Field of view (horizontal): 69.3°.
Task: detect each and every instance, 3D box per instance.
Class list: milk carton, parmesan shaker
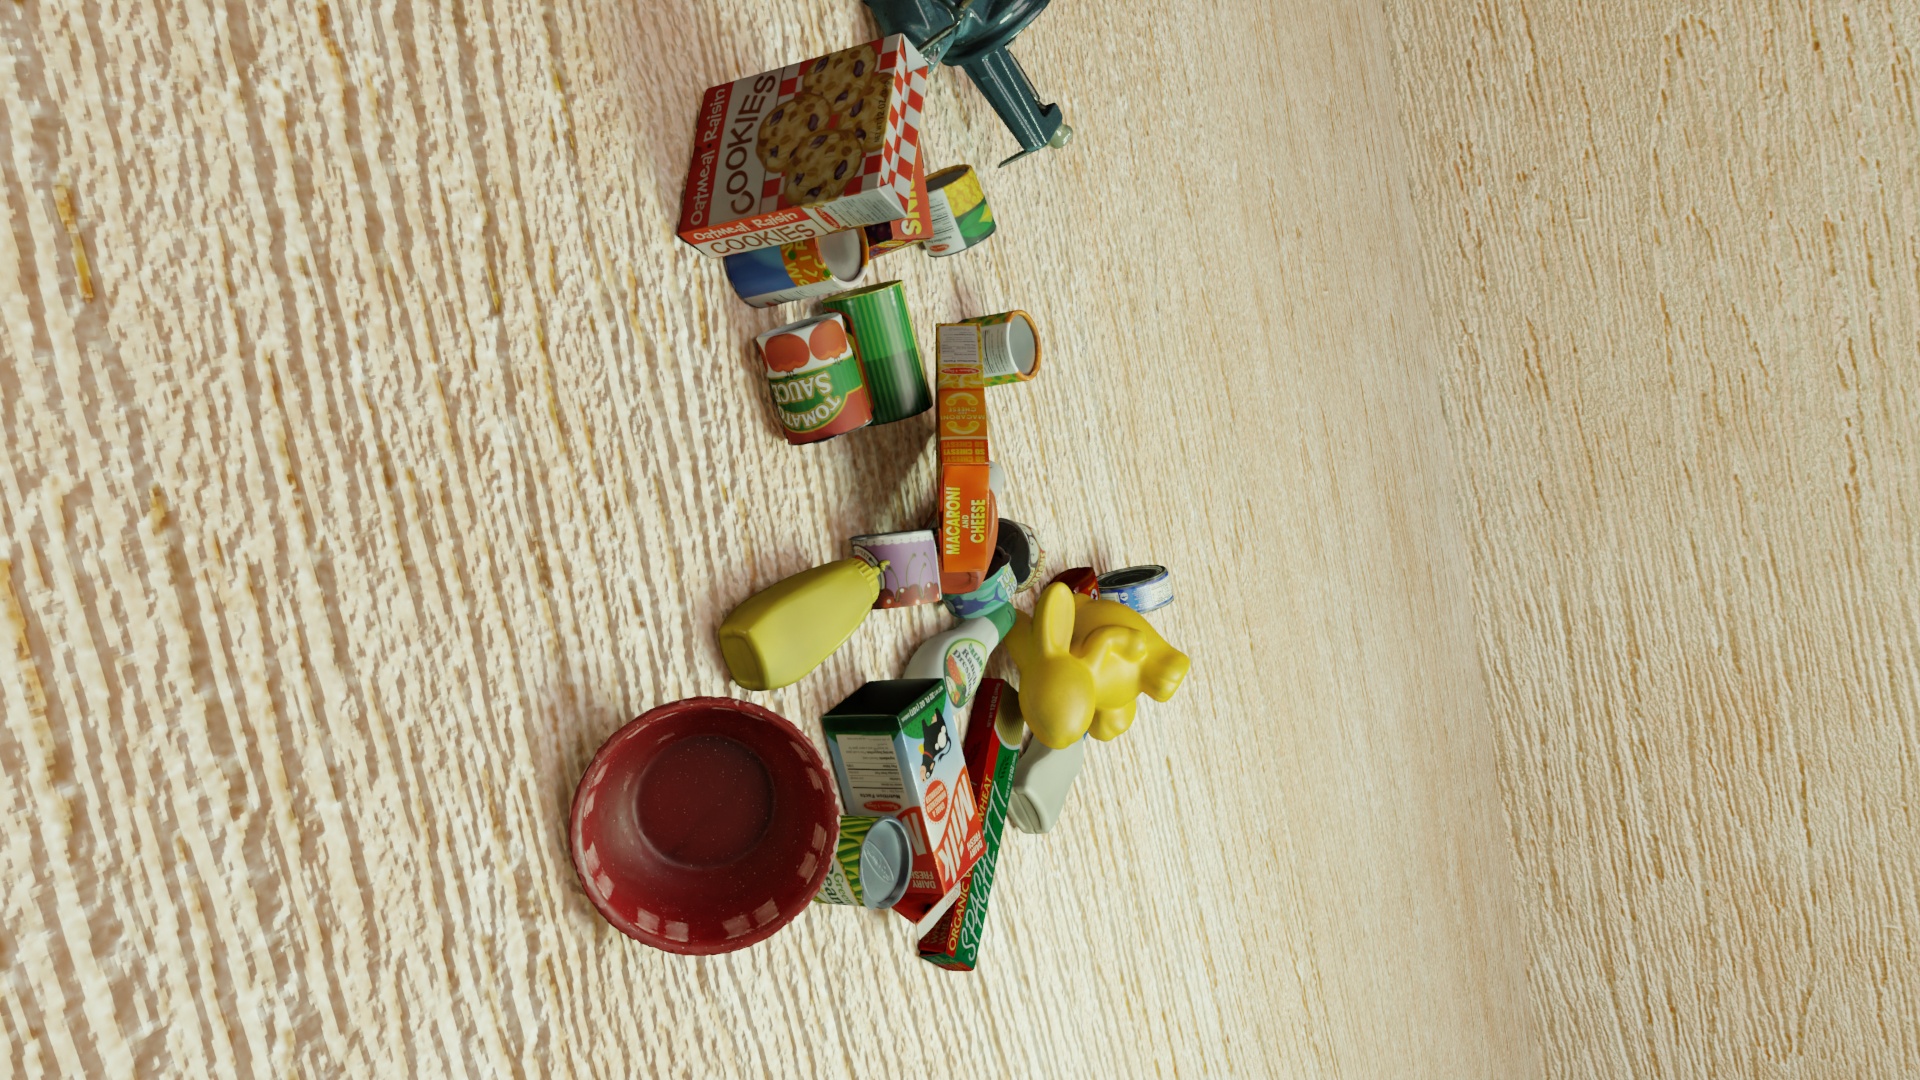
[{"bbox_3d":[-0.037,0.208,1.077,0.072,0.073,0.190,-32,113,-56],"label":"milk carton"},{"bbox_3d":[-0.064,-0.147,1.095,0.071,0.071,0.102,-35,115,-55],"label":"parmesan shaker"}]

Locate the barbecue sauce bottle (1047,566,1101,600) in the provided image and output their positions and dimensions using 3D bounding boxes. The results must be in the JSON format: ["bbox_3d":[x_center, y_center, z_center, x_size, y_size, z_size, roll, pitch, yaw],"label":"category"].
[{"bbox_3d":[0.126,0.104,1.384,0.065,0.043,0.148,-39,118,-55],"label":"barbecue sauce bottle"}]

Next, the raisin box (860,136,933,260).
[{"bbox_3d":[-0.073,-0.256,1.045,0.040,0.123,0.086,-11,95,-34],"label":"raisin box"}]

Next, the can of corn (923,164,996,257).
[{"bbox_3d":[-0.008,-0.289,1.212,0.071,0.071,0.058,-56,131,-46],"label":"can of corn"}]

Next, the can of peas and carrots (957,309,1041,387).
[{"bbox_3d":[0.035,-0.175,1.270,0.071,0.058,0.071,13,75,-57],"label":"can of peas and carrots"}]

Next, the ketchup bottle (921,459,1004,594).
[{"bbox_3d":[0.004,-0.015,1.196,0.150,0.065,0.043,-68,161,-50],"label":"ketchup bottle"}]

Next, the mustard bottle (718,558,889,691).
[{"bbox_3d":[-0.104,0.051,1.005,0.161,0.049,0.065,-34,115,-46],"label":"mustard bottle"}]

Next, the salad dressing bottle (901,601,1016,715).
[{"bbox_3d":[0.002,0.096,1.185,0.148,0.044,0.064,-46,122,-51],"label":"salad dressing bottle"}]

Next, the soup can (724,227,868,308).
[{"bbox_3d":[-0.119,-0.210,1.006,0.071,0.083,0.071,15,72,-56],"label":"soup can"}]

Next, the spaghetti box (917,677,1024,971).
[{"bbox_3d":[0.014,0.241,1.195,0.050,0.028,0.251,46,48,-44],"label":"spaghetti box"}]

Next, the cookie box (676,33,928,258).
[{"bbox_3d":[-0.110,-0.268,0.952,0.040,0.167,0.123,35,56,-54],"label":"cookie box"}]

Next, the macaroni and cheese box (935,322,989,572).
[{"bbox_3d":[0.000,-0.076,1.123,0.123,0.040,0.167,91,-2,-47],"label":"macaroni and cheese box"}]

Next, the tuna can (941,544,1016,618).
[{"bbox_3d":[0.015,0.034,1.192,0.071,0.071,0.032,-58,134,-44],"label":"tuna can"}]

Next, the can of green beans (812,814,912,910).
[{"bbox_3d":[-0.077,0.235,1.022,0.071,0.058,0.071,14,73,-57],"label":"can of green beans"}]

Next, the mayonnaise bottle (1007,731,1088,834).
[{"bbox_3d":[0.087,0.206,1.307,0.064,0.041,0.149,65,35,-22],"label":"mayonnaise bottle"}]

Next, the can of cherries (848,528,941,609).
[{"bbox_3d":[-0.053,0.023,1.093,0.071,0.071,0.058,-10,95,-58],"label":"can of cherries"}]

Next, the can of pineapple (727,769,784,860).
[{"bbox_3d":[-0.136,0.178,0.931,0.071,0.071,0.058,-10,94,-58],"label":"can of pineapple"}]

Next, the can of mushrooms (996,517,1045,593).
[{"bbox_3d":[0.042,0.016,1.239,0.033,0.071,0.071,14,73,-58],"label":"can of mushrooms"}]

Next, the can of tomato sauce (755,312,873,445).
[{"bbox_3d":[-0.108,-0.119,1.023,0.071,0.071,0.083,-37,116,-54],"label":"can of tomato sauce"}]
